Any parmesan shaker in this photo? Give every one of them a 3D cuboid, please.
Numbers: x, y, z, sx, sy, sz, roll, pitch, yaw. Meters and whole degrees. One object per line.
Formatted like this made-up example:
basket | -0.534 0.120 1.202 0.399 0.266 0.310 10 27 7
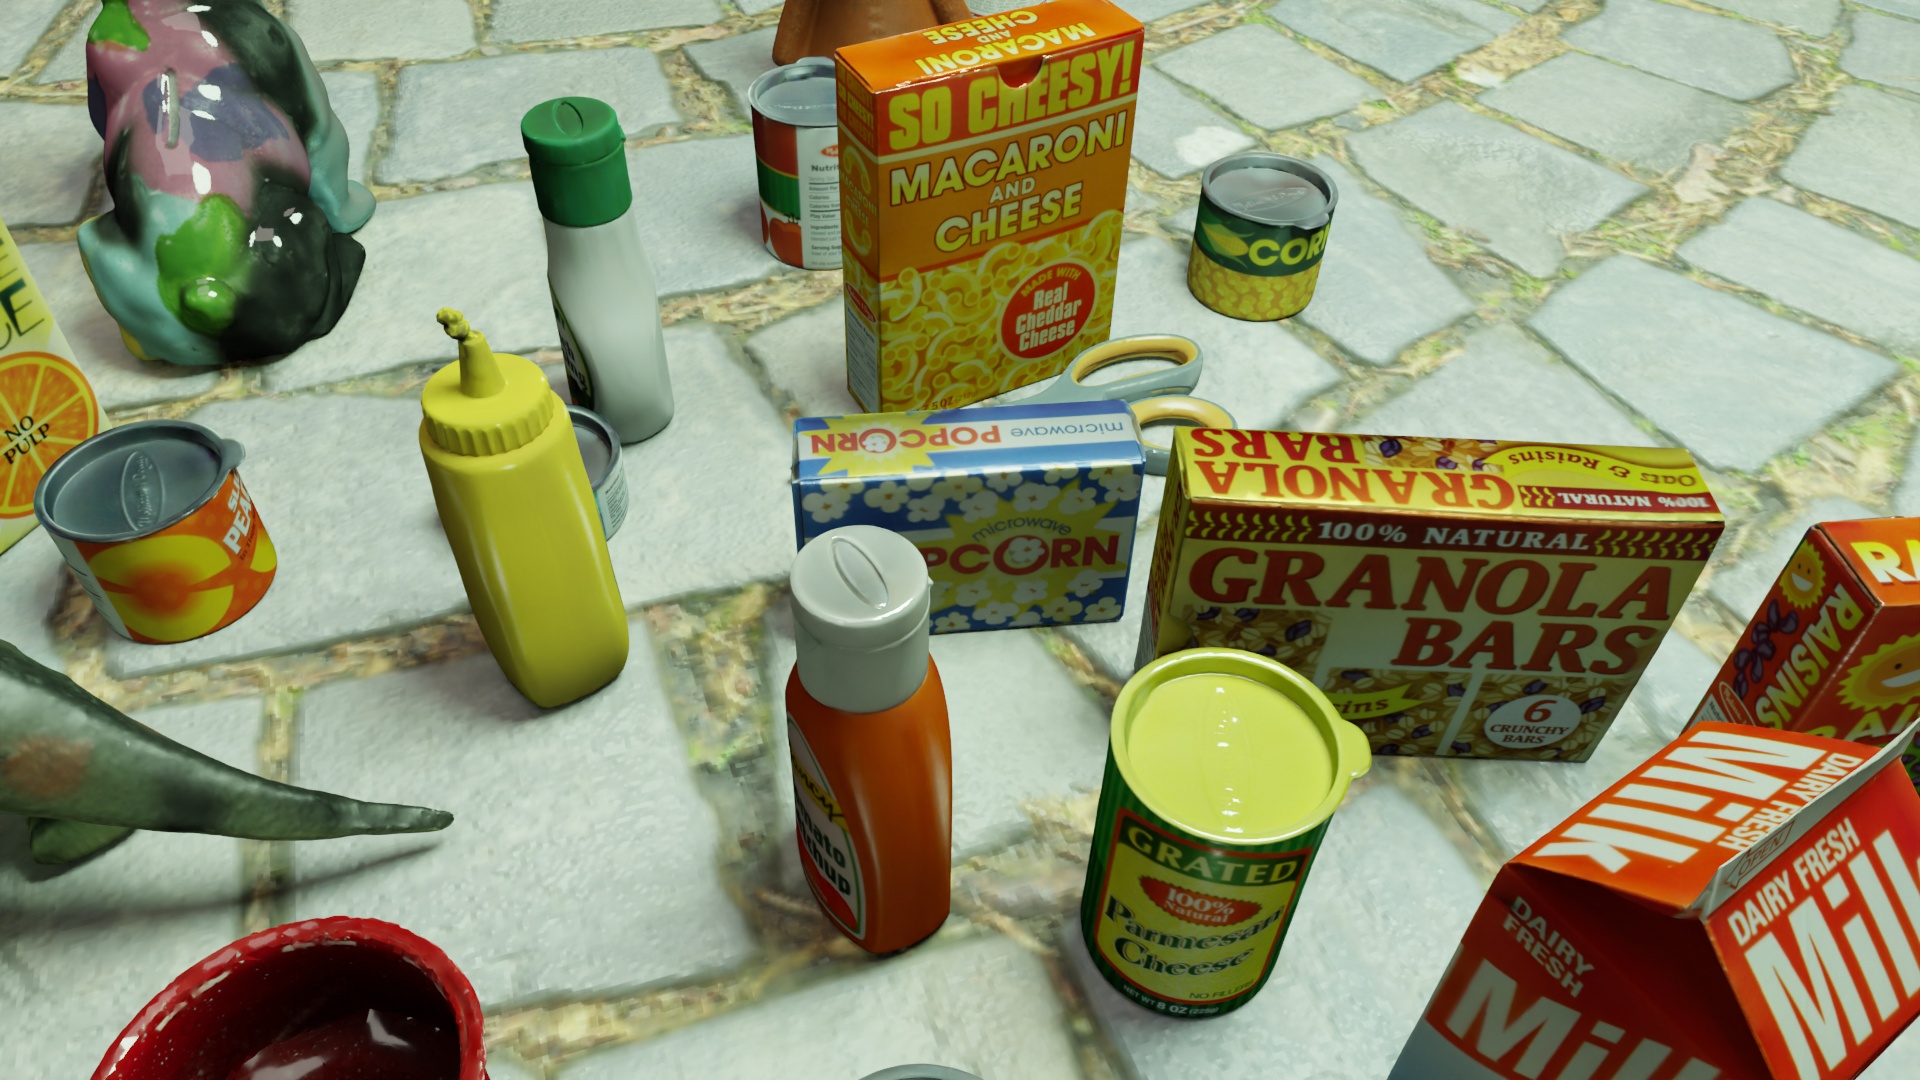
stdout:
parmesan shaker | 0.075 0.091 0.416 0.071 0.102 0.072 1 45 -1

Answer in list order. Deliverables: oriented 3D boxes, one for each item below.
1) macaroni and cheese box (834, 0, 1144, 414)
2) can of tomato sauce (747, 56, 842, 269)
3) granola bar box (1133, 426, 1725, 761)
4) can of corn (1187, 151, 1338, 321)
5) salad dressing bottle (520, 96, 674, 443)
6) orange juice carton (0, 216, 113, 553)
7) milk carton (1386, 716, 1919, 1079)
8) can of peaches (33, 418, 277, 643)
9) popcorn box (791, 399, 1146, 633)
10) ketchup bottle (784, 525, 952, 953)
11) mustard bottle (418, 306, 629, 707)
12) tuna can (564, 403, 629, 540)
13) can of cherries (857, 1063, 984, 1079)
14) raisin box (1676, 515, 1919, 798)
macaroni and cheese box | 0.012 -0.137 0.597 0.124 0.165 0.040 -21 49 -21
can of tomato sauce | -0.072 -0.191 0.707 0.071 0.082 0.071 1 45 -1
granola bar box | 0.149 0.022 0.472 0.166 0.123 0.039 2 45 0
can of corn | 0.150 -0.150 0.691 0.071 0.058 0.071 1 45 -1
salad dressing bottle | -0.150 -0.109 0.576 0.044 0.146 0.064 -15 47 -16
orange juice carton | -0.402 -0.090 0.517 0.072 0.191 0.073 16 47 13
milk carton | 0.166 0.114 0.334 0.072 0.189 0.073 -25 51 -24
can of peaches | -0.301 -0.004 0.529 0.071 0.057 0.071 1 45 -1
popcorn box | 0.002 -0.007 0.523 0.127 0.084 0.038 -4 45 -6
ketchup bottle | -0.027 0.059 0.411 0.044 0.148 0.065 -22 50 -22
mustard bottle | -0.150 -0.012 0.471 0.049 0.159 0.065 -26 51 -25
tuna can | -0.173 -0.023 0.570 0.071 0.032 0.071 1 45 -1
can of cherries | -0.012 0.180 0.354 0.071 0.058 0.072 1 45 -1
raisin box | 0.300 0.047 0.454 0.086 0.122 0.040 -2 45 -4
